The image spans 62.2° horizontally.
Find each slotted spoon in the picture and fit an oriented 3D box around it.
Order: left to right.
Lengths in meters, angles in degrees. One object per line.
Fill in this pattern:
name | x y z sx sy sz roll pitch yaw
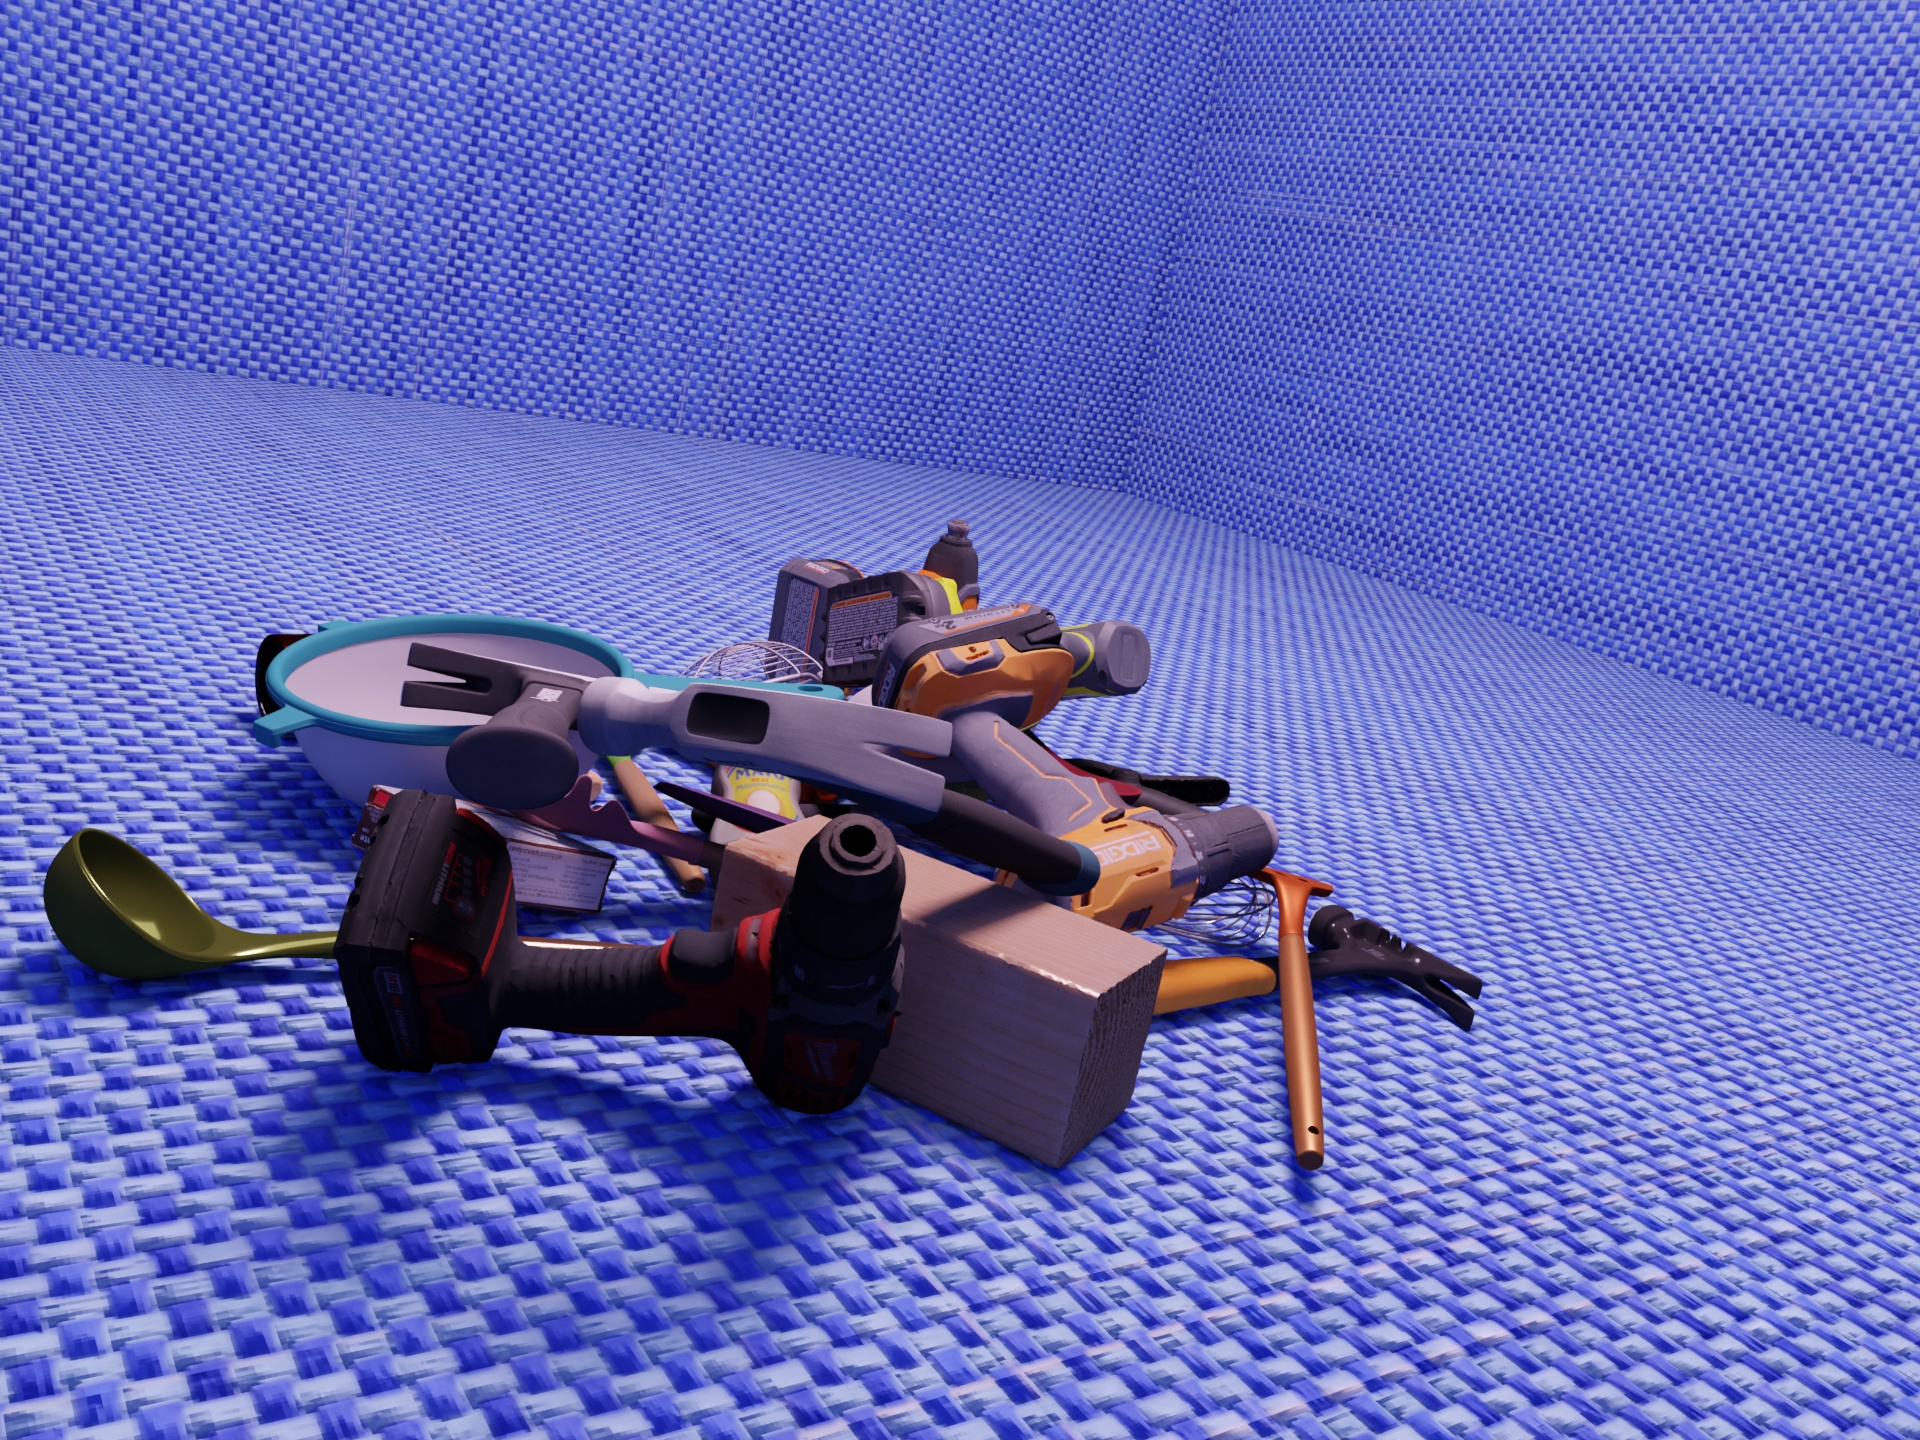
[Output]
slotted spoon | -0.217 0.042 1.065 0.070 0.031 0.314 7 17 -27

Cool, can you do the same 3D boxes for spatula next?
spatula | -0.028 0.091 0.927 0.315 0.018 0.060 21 -14 -15
spatula | 0.183 0.145 0.885 0.081 0.041 0.323 15 26 2

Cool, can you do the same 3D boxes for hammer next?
hammer | -0.199 0.001 0.723 0.146 0.035 0.335 11 3 -11
hammer | -0.016 0.039 0.702 0.128 0.033 0.330 4 -12 27
hammer | 0.157 0.155 0.930 0.336 0.034 0.127 1 18 -37

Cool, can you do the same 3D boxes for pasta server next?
pasta server | -0.119 0.074 0.894 0.316 0.040 0.060 20 -13 -20

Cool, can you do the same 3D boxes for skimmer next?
skimmer | -0.060 0.034 1.215 0.363 0.090 0.127 28 15 19

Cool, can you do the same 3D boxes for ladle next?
ladle | -0.260 0.099 0.766 0.320 0.062 0.078 8 15 -26
ladle | 0.043 0.007 1.276 0.069 0.031 0.316 2 21 -30

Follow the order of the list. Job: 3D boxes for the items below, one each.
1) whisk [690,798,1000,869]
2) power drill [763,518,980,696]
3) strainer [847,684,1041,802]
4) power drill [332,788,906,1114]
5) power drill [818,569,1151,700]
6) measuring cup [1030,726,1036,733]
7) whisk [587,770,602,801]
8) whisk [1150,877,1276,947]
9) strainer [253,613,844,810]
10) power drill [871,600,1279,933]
whisk | -0.036 0.067 1.059 0.284 0.070 0.070 4 16 -12
power drill | -0.067 -0.103 1.458 0.084 0.164 0.226 23 20 35
strainer | -0.002 -0.004 1.114 0.151 0.069 0.256 6 14 26
power drill | -0.133 0.092 0.663 0.226 0.187 0.080 9 50 -5
power drill | 0.010 -0.052 1.220 0.223 0.080 0.171 9 -9 -37
measuring cup | -0.009 0.011 1.333 0.167 0.038 0.083 -7 25 -38
whisk | -0.338 0.000 1.097 0.245 0.047 0.051 24 18 29
whisk | 0.094 0.118 1.007 0.246 0.059 0.058 1 -19 -23
strainer | -0.245 0.012 0.983 0.340 0.095 0.211 3 20 -12
power drill | 0.069 0.030 0.954 0.185 0.084 0.226 -13 51 -31
